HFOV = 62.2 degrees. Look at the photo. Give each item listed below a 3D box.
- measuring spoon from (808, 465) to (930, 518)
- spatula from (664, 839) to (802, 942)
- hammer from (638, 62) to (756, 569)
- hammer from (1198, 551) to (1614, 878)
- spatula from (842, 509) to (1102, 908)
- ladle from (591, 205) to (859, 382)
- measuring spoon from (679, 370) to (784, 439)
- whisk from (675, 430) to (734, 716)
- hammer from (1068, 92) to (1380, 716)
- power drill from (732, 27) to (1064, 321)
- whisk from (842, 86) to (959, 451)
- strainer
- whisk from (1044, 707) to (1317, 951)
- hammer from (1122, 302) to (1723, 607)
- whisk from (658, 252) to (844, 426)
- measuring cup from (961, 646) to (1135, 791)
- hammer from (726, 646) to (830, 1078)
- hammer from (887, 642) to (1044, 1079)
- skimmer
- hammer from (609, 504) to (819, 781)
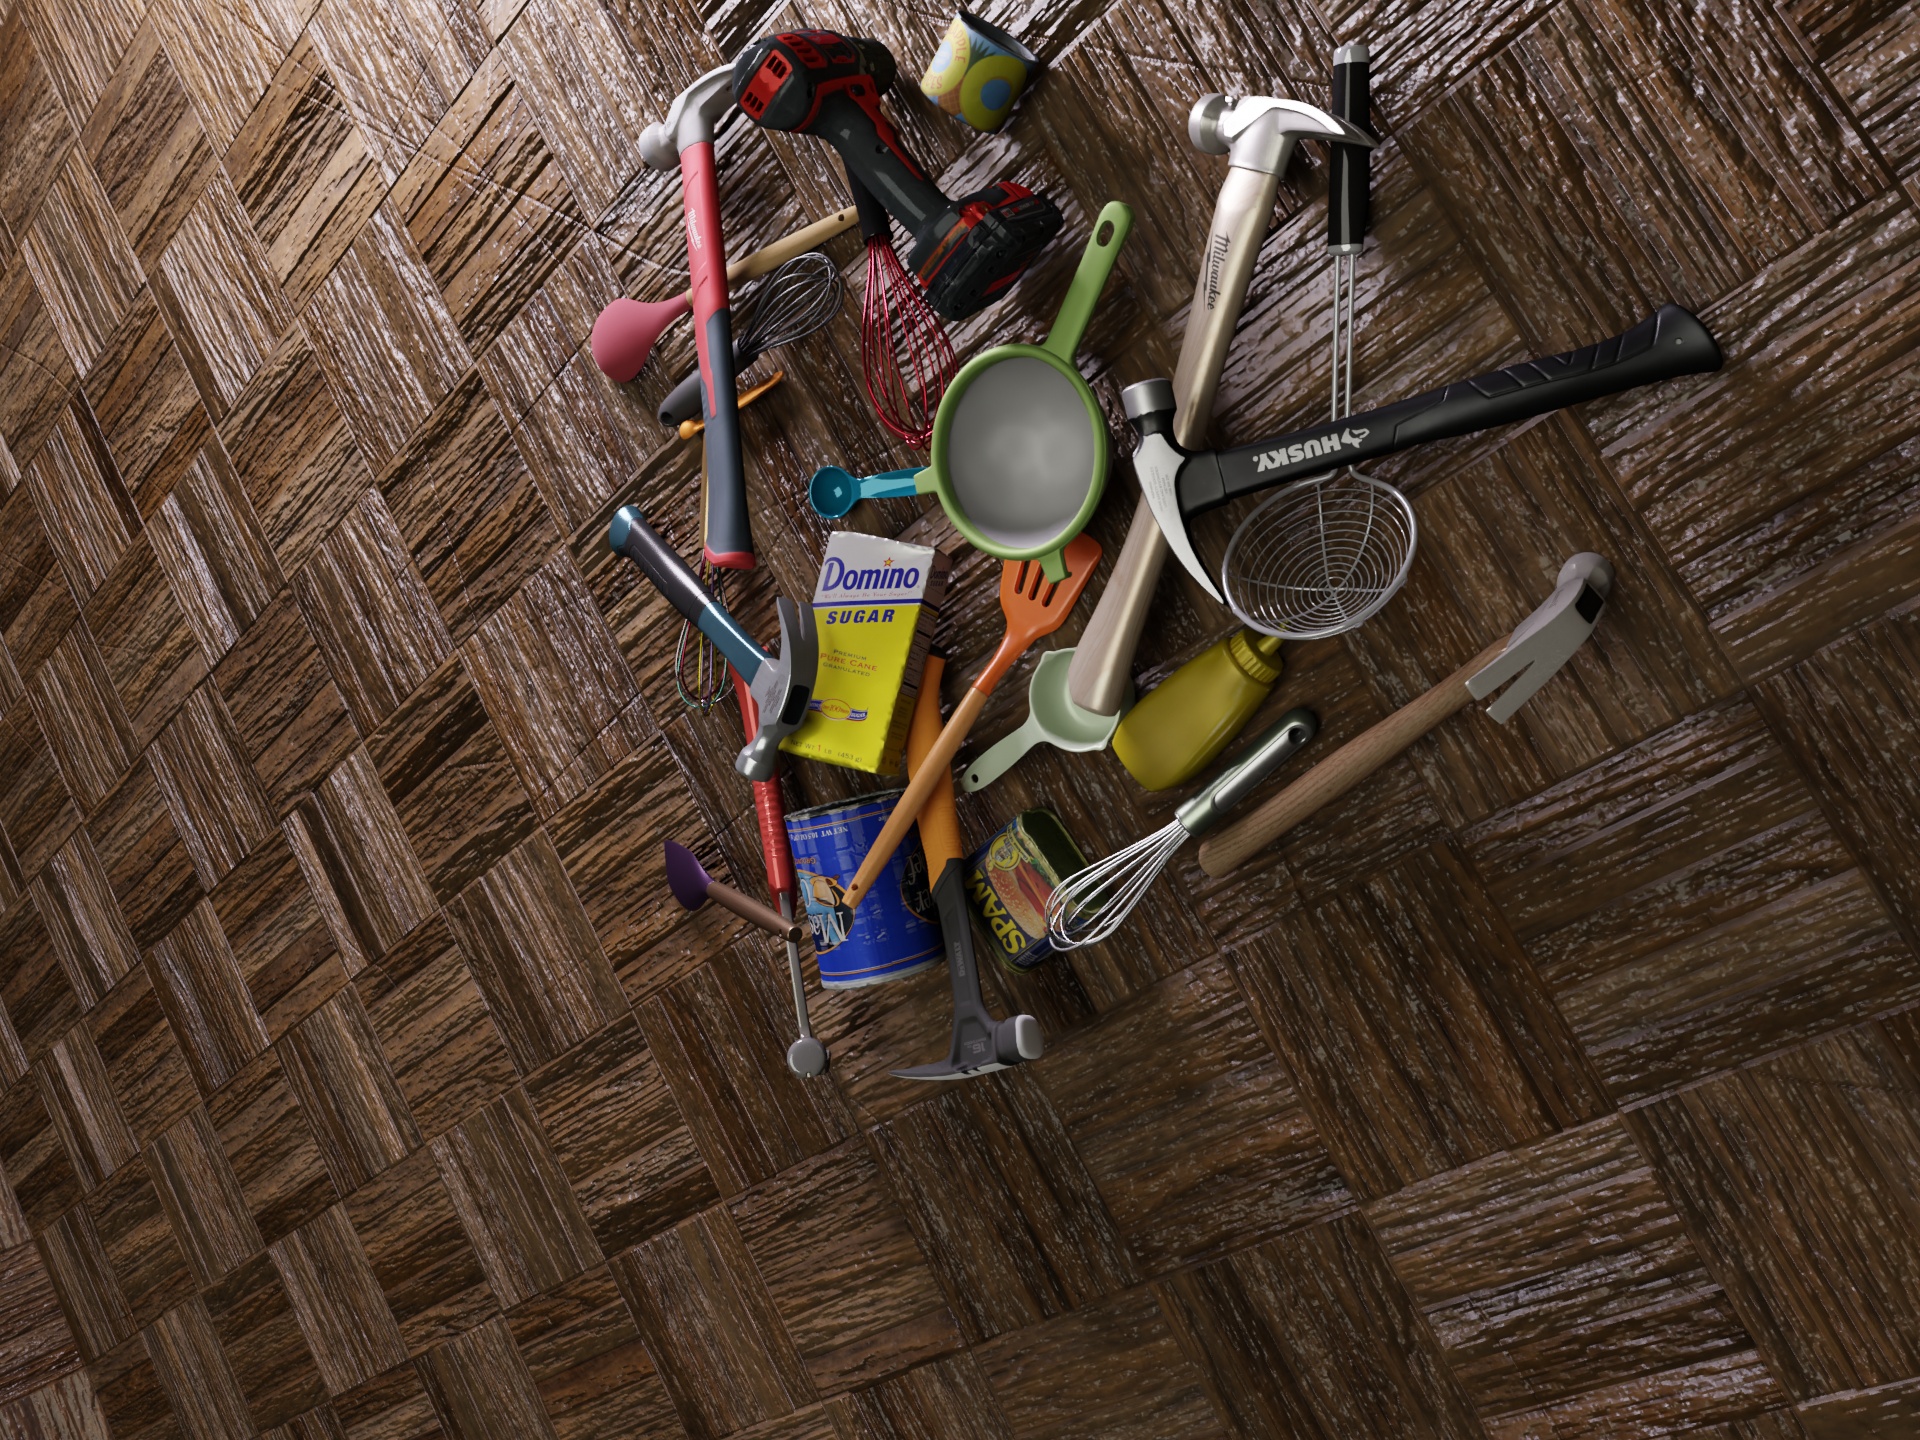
[{"bbox_3d":[-0.060,-0.185,1.254,0.128,0.021,0.042,-3,96,26],"label":"measuring spoon"},{"bbox_3d":[-0.197,0.148,1.326,0.316,0.018,0.060,9,106,62],"label":"spatula"},{"bbox_3d":[-0.184,-0.311,1.243,0.143,0.038,0.386,-14,79,46],"label":"hammer"},{"bbox_3d":[0.268,0.016,1.015,0.031,0.130,0.331,47,131,0],"label":"hammer"},{"bbox_3d":[-0.002,-0.004,1.175,0.081,0.041,0.322,29,84,27],"label":"spatula"},{"bbox_3d":[-0.202,-0.356,1.312,0.315,0.031,0.069,-16,89,34],"label":"ladle"},{"bbox_3d":[-0.192,-0.264,1.319,0.117,0.021,0.011,-23,127,30],"label":"measuring spoon"},{"bbox_3d":[-0.214,-0.125,1.356,0.051,0.047,0.245,9,99,35],"label":"whisk"},{"bbox_3d":[0.152,-0.193,1.042,0.146,0.038,0.410,37,117,51],"label":"hammer"},{"bbox_3d":[-0.037,-0.399,1.122,0.226,0.188,0.080,44,123,-1],"label":"power drill"},{"bbox_3d":[-0.057,-0.343,1.192,0.073,0.073,0.296,-18,82,36],"label":"whisk"},{"bbox_3d":[0.075,-0.235,1.115,0.152,0.069,0.256,37,117,28],"label":"strainer"},{"bbox_3d":[0.152,0.077,1.105,0.057,0.059,0.246,41,105,-22],"label":"whisk"},{"bbox_3d":[0.272,-0.172,0.945,0.335,0.035,0.146,-14,87,15],"label":"hammer"},{"bbox_3d":[-0.176,-0.303,1.291,0.239,0.055,0.055,-29,82,39],"label":"whisk"},{"bbox_3d":[0.063,0.006,1.189,0.167,0.038,0.083,-39,76,35],"label":"measuring cup"},{"bbox_3d":[-0.151,0.117,1.333,0.036,0.149,0.359,-9,82,-5],"label":"hammer"},{"bbox_3d":[-0.018,0.099,1.201,0.127,0.034,0.337,-22,67,35],"label":"hammer"},{"bbox_3d":[0.228,-0.234,0.995,0.127,0.090,0.363,7,102,36],"label":"skimmer"},{"bbox_3d":[-0.209,-0.089,1.284,0.331,0.033,0.128,43,112,43],"label":"hammer"}]
